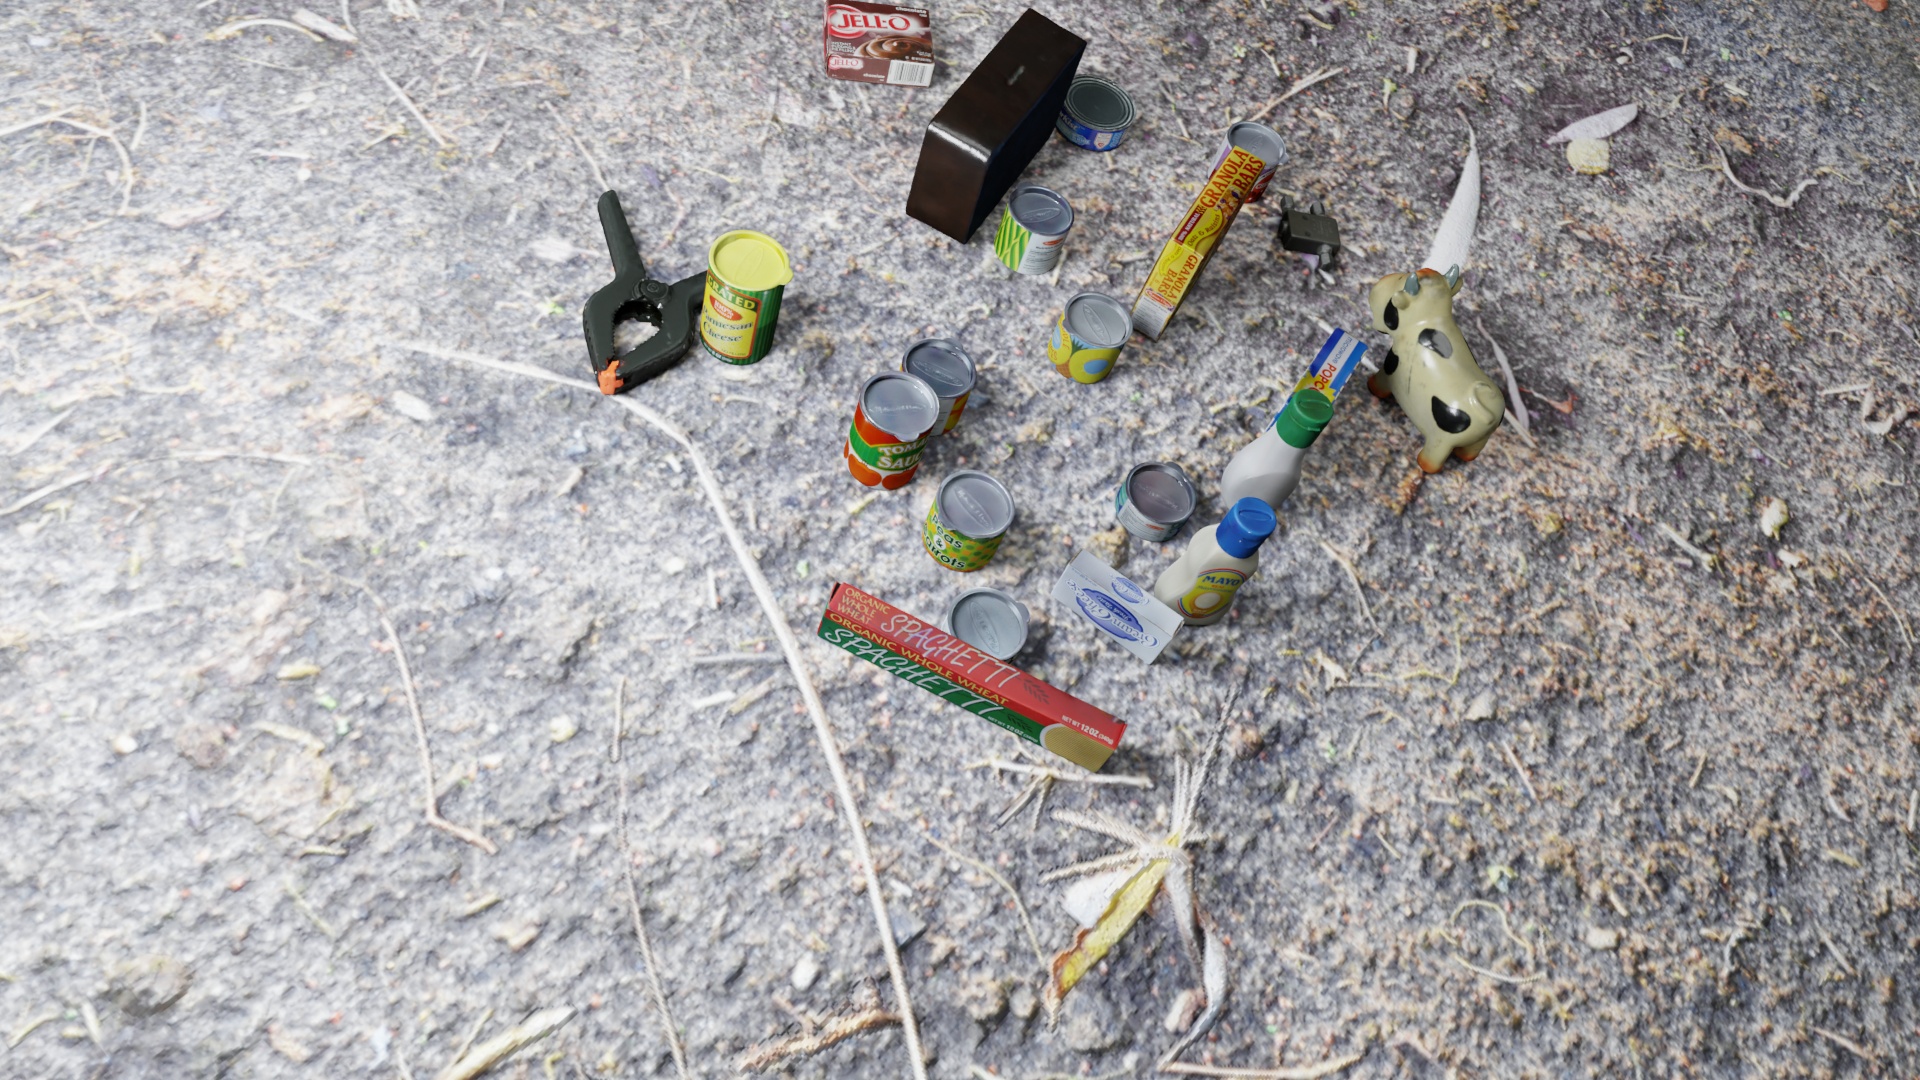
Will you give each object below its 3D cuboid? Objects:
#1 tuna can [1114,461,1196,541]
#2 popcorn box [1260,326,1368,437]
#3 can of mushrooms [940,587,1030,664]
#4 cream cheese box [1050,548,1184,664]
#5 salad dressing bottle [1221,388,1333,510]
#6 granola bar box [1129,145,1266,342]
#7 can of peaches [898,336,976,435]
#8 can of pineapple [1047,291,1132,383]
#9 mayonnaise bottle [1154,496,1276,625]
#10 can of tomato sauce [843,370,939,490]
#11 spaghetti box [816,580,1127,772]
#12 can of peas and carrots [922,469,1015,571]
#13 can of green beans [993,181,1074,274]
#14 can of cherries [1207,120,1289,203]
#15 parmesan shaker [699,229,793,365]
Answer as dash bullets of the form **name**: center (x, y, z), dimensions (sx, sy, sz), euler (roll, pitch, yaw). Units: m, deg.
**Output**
- **tuna can**: center (0.173, -0.036, 1.226), dimensions (0.071, 0.032, 0.071), euler (8, 57, -12)
- **popcorn box**: center (0.326, -0.130, 1.299), dimensions (0.038, 0.084, 0.127), euler (35, 56, 7)
- **can of mushrooms**: center (0.020, 0.073, 1.112), dimensions (0.071, 0.033, 0.071), euler (8, 57, -12)
- **cream cheese box**: center (0.128, 0.055, 1.143), dimensions (0.104, 0.053, 0.024), euler (35, 56, 7)
- **salad dressing bottle**: center (0.277, -0.074, 1.211), dimensions (0.064, 0.147, 0.044), euler (4, 58, -14)
- **granola bar box**: center (0.227, -0.288, 1.346), dimensions (0.039, 0.123, 0.166), euler (32, 55, 5)
- **can of peaches**: center (-0.024, -0.135, 1.216), dimensions (0.071, 0.057, 0.071), euler (8, 57, -12)
- **can of pineapple**: center (0.118, -0.188, 1.291), dimensions (0.071, 0.057, 0.071), euler (8, 57, -12)
- **mayonnaise bottle**: center (0.210, 0.018, 1.133), dimensions (0.065, 0.147, 0.041), euler (7, 57, -12)
- **can of tomato sauce**: center (-0.058, -0.089, 1.162), dimensions (0.071, 0.082, 0.071), euler (8, 57, -12)
- **spaghetti box**: center (0.006, 0.106, 1.077), dimensions (0.250, 0.050, 0.029), euler (26, 55, 1)
- **can of peas and carrots**: center (0.004, -0.014, 1.147), dimensions (0.071, 0.058, 0.071), euler (8, 57, -12)
- **can of green beans**: center (0.071, -0.301, 1.349), dimensions (0.071, 0.057, 0.071), euler (8, 57, -12)
- **can of cherries**: center (0.306, -0.401, 1.481), dimensions (0.071, 0.058, 0.072), euler (8, 57, -12)
- **parmesan shaker**: center (-0.184, -0.204, 1.186), dimensions (0.071, 0.102, 0.071), euler (8, 57, -12)
